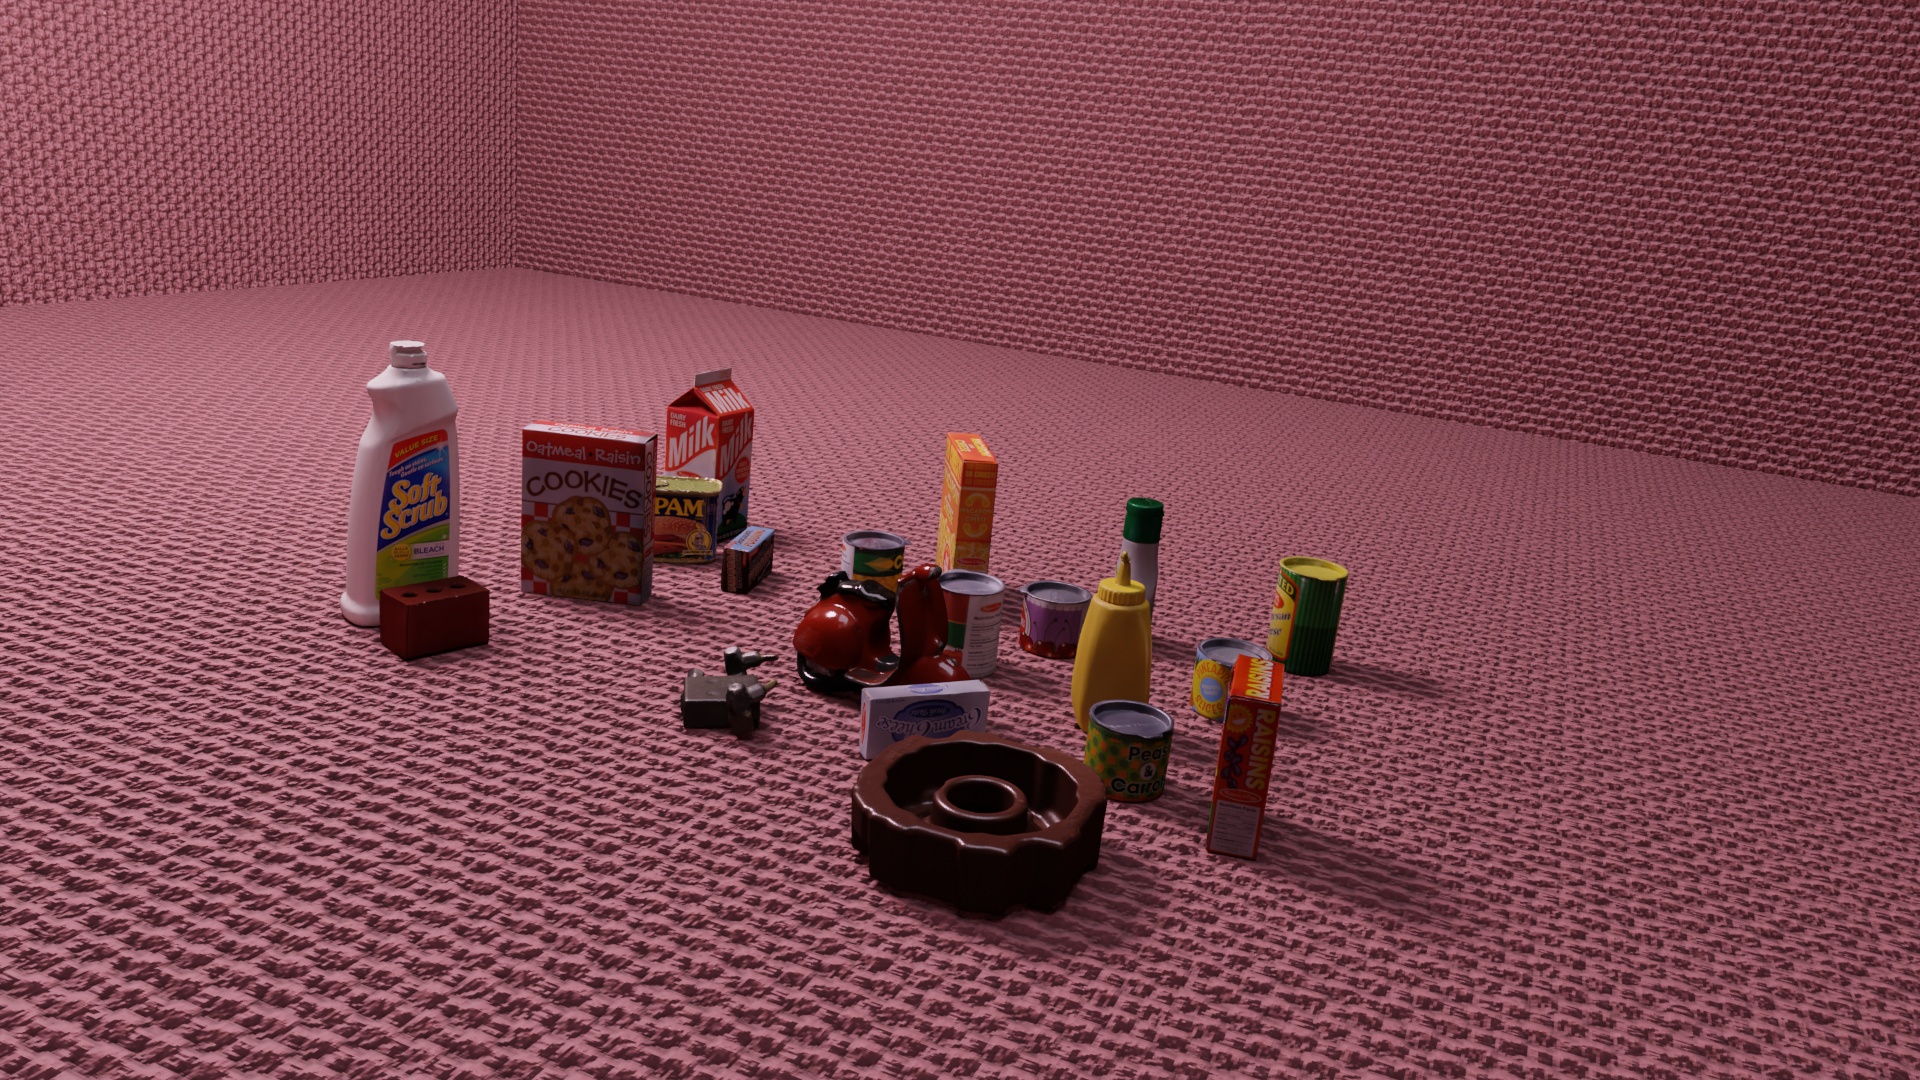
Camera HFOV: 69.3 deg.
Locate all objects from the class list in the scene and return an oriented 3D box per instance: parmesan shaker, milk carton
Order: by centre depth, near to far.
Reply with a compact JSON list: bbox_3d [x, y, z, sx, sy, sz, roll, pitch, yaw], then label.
[{"bbox_3d":[0.340,0.075,1.365,0.071,0.102,0.071,5,16,-1],"label":"parmesan shaker"},{"bbox_3d":[-0.286,-0.099,1.579,0.073,0.189,0.072,13,18,23],"label":"milk carton"}]

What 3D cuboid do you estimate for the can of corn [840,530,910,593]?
[{"bbox_3d":[-0.090,0.026,1.459,0.071,0.058,0.071,5,17,-1],"label":"can of corn"}]

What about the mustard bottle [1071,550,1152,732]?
[{"bbox_3d":[0.132,0.084,1.168,0.065,0.159,0.049,3,16,-8],"label":"mustard bottle"}]

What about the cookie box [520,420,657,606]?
[{"bbox_3d":[-0.363,-0.027,1.356,0.123,0.166,0.040,7,16,3],"label":"cookie box"}]

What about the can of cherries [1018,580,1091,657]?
[{"bbox_3d":[0.089,0.076,1.354,0.071,0.058,0.072,5,17,-1],"label":"can of cherries"}]

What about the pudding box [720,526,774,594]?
[{"bbox_3d":[-0.222,0.019,1.452,0.030,0.049,0.084,9,17,9],"label":"pudding box"}]

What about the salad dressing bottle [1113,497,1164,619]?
[{"bbox_3d":[0.174,0.032,1.374,0.044,0.147,0.064,6,16,2],"label":"salad dressing bottle"}]

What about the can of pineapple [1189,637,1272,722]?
[{"bbox_3d":[0.240,0.126,1.243,0.071,0.057,0.071,5,17,-1],"label":"can of pineapple"}]

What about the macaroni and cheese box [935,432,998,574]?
[{"bbox_3d":[0.005,-0.018,1.451,0.040,0.165,0.124,3,17,-10],"label":"macaroni and cheese box"}]

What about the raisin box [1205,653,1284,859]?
[{"bbox_3d":[0.208,0.157,1.017,0.040,0.123,0.086,10,17,13],"label":"raisin box"}]

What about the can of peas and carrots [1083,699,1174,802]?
[{"bbox_3d":[0.131,0.164,1.078,0.071,0.058,0.071,5,17,-1],"label":"can of peas and carrots"}]

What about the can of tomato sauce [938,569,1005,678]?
[{"bbox_3d":[0.003,0.077,1.282,0.071,0.082,0.071,5,16,-1],"label":"can of tomato sauce"}]

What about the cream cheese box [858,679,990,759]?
[{"bbox_3d":[-0.029,0.142,1.105,0.104,0.053,0.024,-2,18,-24],"label":"cream cheese box"}]
